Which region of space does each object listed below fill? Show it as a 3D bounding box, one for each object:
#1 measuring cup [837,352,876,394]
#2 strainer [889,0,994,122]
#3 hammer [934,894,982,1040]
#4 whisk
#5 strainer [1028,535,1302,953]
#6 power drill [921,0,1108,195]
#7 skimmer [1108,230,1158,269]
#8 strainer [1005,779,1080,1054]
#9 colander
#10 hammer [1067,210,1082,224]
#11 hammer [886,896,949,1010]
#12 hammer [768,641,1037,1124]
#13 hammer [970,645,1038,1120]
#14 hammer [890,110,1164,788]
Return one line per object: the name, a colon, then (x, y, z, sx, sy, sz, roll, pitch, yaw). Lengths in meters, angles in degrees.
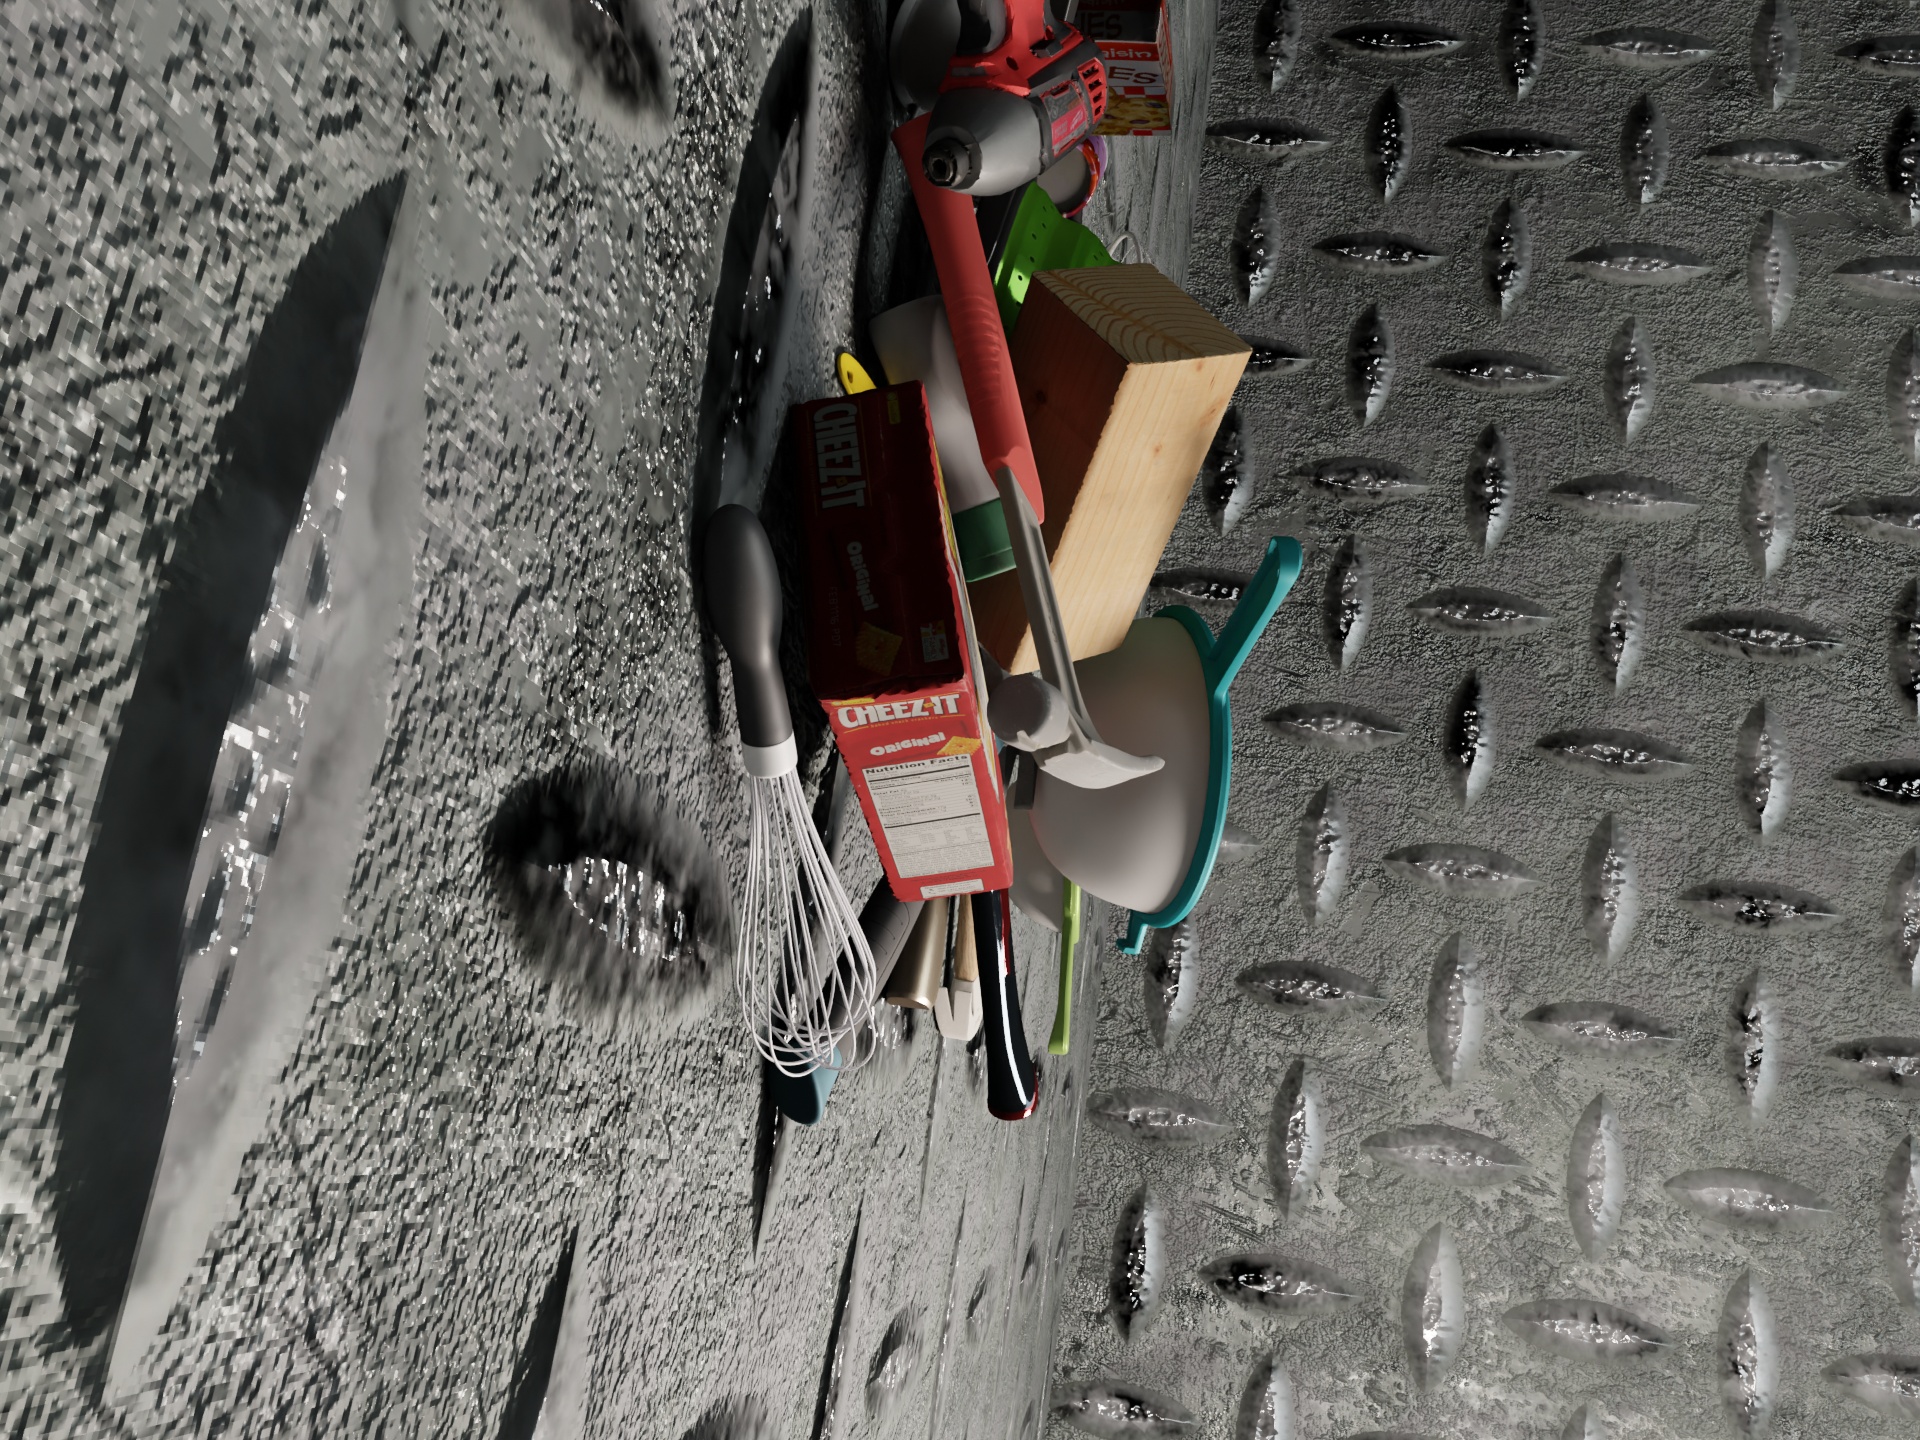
measuring cup: (-0.045, -0.146, 0.856, 0.156, 0.029, 0.062, 53, 39, -58)
strainer: (0.024, -0.417, 0.823, 0.086, 0.050, 0.258, 3, 110, -46)
hammer: (0.012, 0.093, 1.263, 0.130, 0.031, 0.331, -38, 132, -77)
whisk: (-0.079, 0.040, 0.686, 0.070, 0.070, 0.284, -67, 155, -58)
strainer: (0.107, -0.006, 0.980, 0.340, 0.095, 0.211, 111, -21, -56)
power drill: (0.010, -0.358, 0.732, 0.143, 0.078, 0.219, -51, 141, -43)
skimmer: (0.070, -0.326, 1.228, 0.363, 0.090, 0.127, -19, 122, -60)
strainer: (0.056, 0.137, 1.205, 0.151, 0.069, 0.257, 87, 7, -48)
colander: (0.067, -0.306, 0.937, 0.204, 0.094, 0.397, -64, 169, -72)
hammer: (0.102, -0.416, 1.458, 0.127, 0.034, 0.336, -61, 155, -67)
hammer: (-0.002, -0.004, 1.119, 0.146, 0.038, 0.411, 70, 28, -65)
hammer: (-0.025, 0.079, 0.898, 0.331, 0.033, 0.128, -61, 145, -41)
hammer: (0.012, 0.108, 1.062, 0.143, 0.038, 0.386, -43, 132, -57)
hammer: (0.024, -0.143, 0.788, 0.149, 0.037, 0.359, 22, 52, -62)
